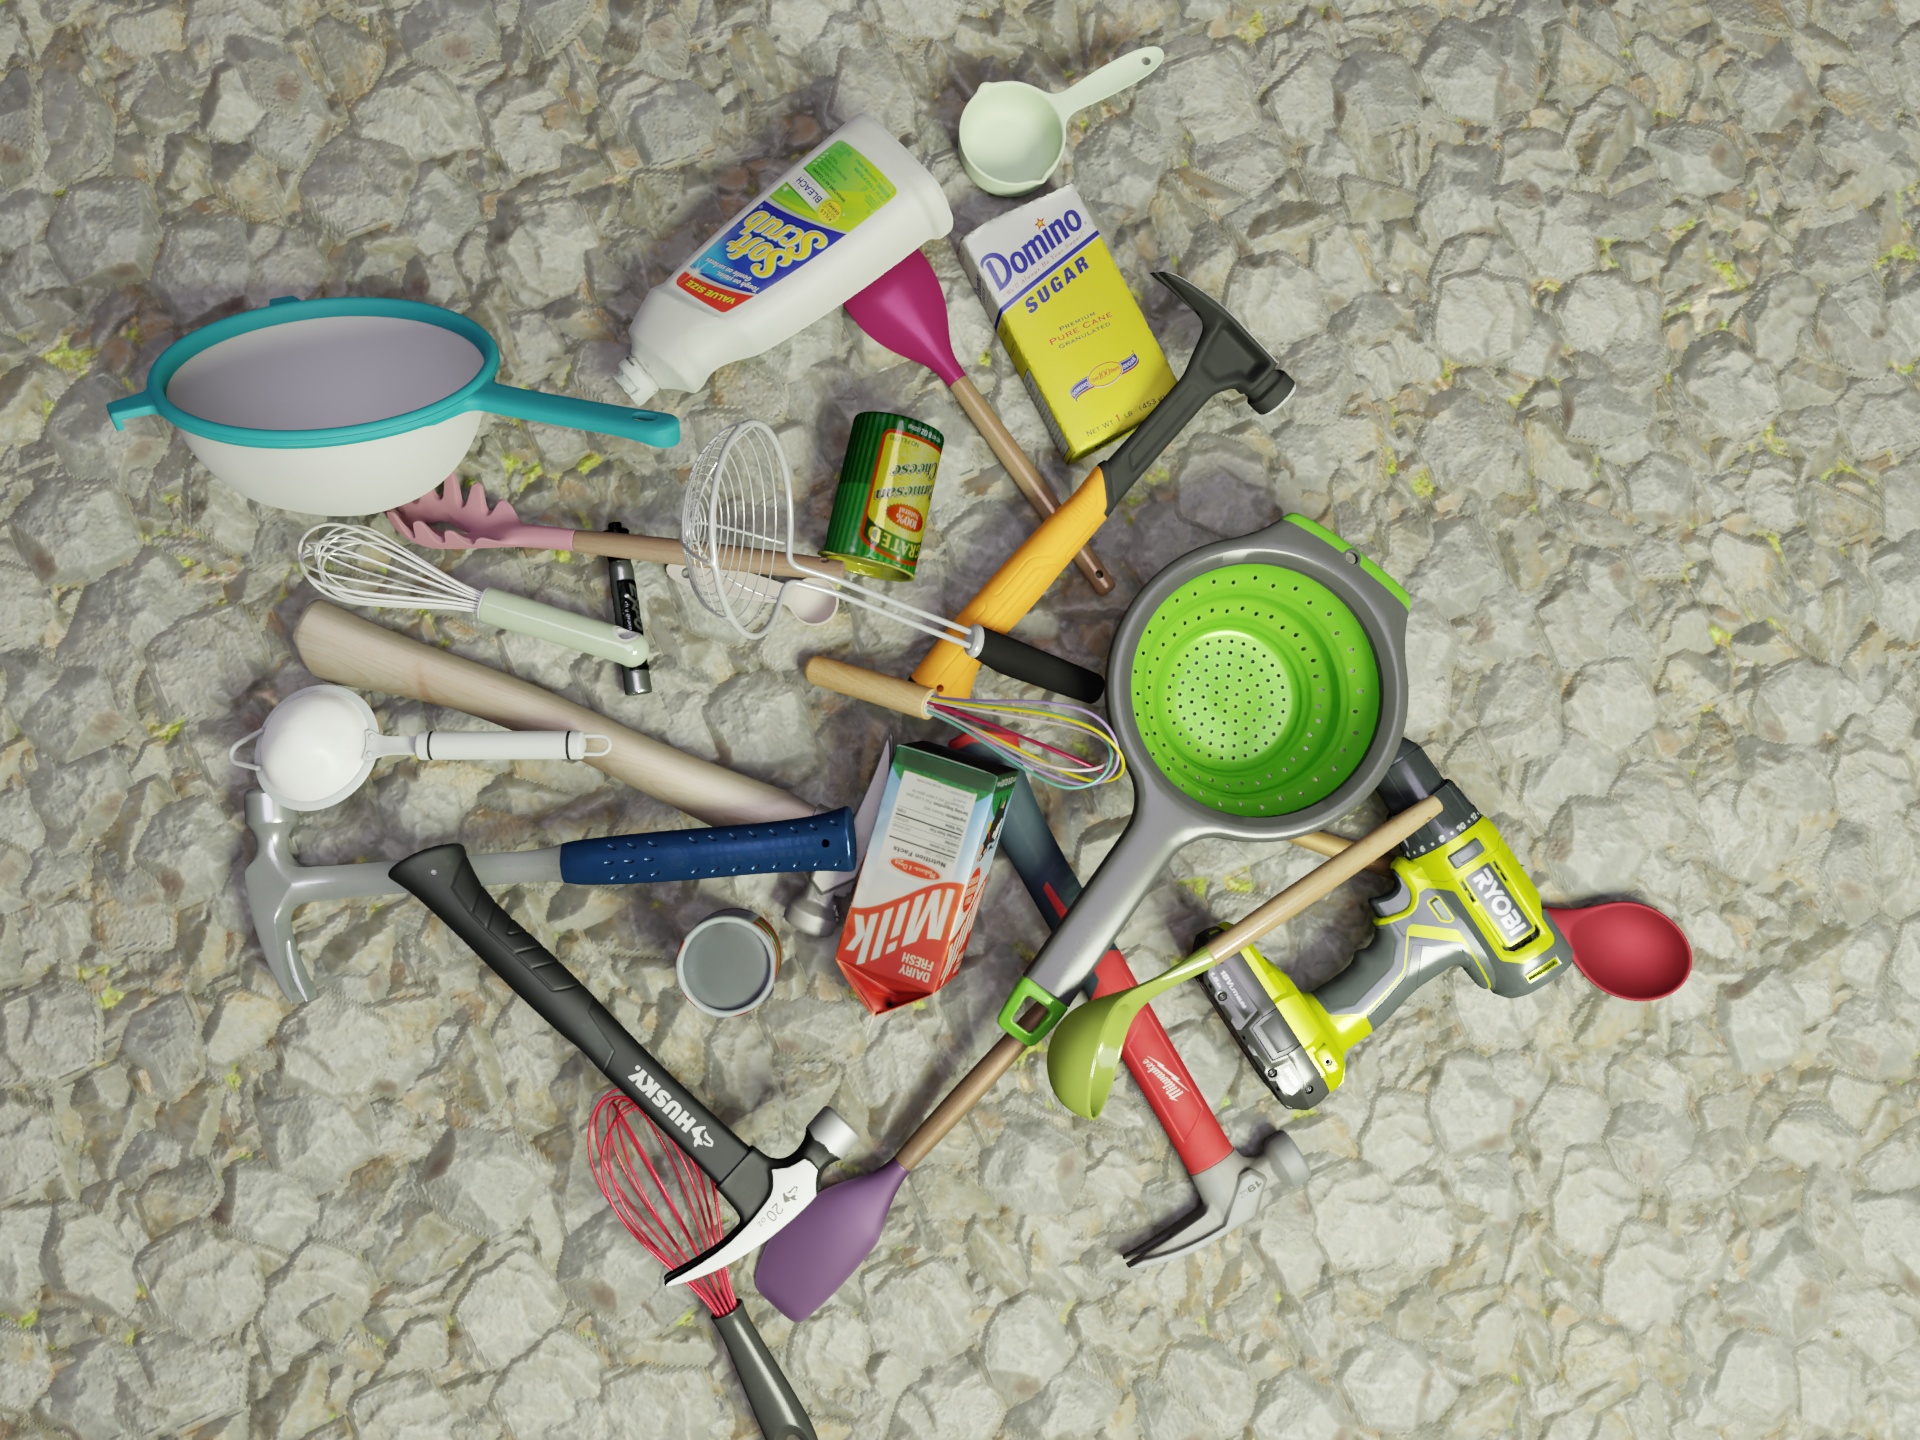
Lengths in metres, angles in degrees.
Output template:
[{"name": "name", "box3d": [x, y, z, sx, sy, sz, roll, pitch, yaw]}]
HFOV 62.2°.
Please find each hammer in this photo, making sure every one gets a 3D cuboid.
[{"name": "hammer", "box3d": [0.077, -0.146, 1.094, 0.127, 0.034, 0.337, 40, 94, -19]}, {"name": "hammer", "box3d": [-0.248, 0.003, 1.074, 0.410, 0.038, 0.146, 23, 98, -1]}, {"name": "hammer", "box3d": [0.086, 0.183, 1.101, 0.143, 0.038, 0.386, -30, 89, -5]}, {"name": "hammer", "box3d": [-0.231, 0.204, 1.003, 0.335, 0.035, 0.146, 44, 74, -1]}, {"name": "hammer", "box3d": [-0.271, 0.101, 1.046, 0.405, 0.035, 0.144, -5, 87, 4]}]

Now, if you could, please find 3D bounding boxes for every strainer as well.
[{"name": "strainer", "box3d": [-0.358, 0.014, 1.040, 0.258, 0.050, 0.087, 0, 73, -1]}, {"name": "strainer", "box3d": [-0.341, -0.180, 1.023, 0.340, 0.211, 0.095, 11, 127, 8]}]

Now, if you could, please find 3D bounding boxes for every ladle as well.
[{"name": "ladle", "box3d": [0.367, 0.126, 1.136, 0.315, 0.031, 0.069, 19, 86, -2]}, {"name": "ladle", "box3d": [0.190, 0.147, 1.027, 0.320, 0.078, 0.062, -32, 58, -9]}]

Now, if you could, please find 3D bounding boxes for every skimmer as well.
[{"name": "skimmer", "box3d": [-0.021, -0.074, 1.002, 0.363, 0.090, 0.127, 20, 68, -34]}]

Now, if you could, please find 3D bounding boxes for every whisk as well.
[{"name": "whisk", "box3d": [-0.002, -0.002, 1.056, 0.245, 0.047, 0.051, 17, 78, 28]}, {"name": "whisk", "box3d": [-0.329, -0.080, 1.075, 0.246, 0.058, 0.059, 17, 120, 0]}, {"name": "whisk", "box3d": [-0.165, 0.375, 1.057, 0.073, 0.073, 0.296, -26, 95, -6]}]

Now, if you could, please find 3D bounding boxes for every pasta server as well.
[{"name": "pasta server", "box3d": [-0.234, -0.125, 1.074, 0.316, 0.040, 0.060, 7, 44, 4]}]

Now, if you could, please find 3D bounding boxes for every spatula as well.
[{"name": "spatula", "box3d": [-0.024, 0.279, 1.076, 0.060, 0.018, 0.316, 43, 92, 0]}]

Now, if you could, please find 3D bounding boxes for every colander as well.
[{"name": "colander", "box3d": [0.147, 0.047, 1.087, 0.204, 0.094, 0.397, 36, 84, -1]}]

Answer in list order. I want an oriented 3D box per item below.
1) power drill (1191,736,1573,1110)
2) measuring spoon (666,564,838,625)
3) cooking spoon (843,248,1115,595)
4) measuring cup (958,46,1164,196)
[{"name": "power drill", "box3d": [0.275, 0.140, 1.088, 0.228, 0.080, 0.190, -33, 86, -1]}, {"name": "measuring spoon", "box3d": [-0.145, -0.093, 1.115, 0.124, 0.018, 0.034, 13, 85, 3]}, {"name": "cooking spoon", "box3d": [0.013, -0.221, 1.134, 0.069, 0.017, 0.319, -36, 89, -5]}, {"name": "measuring cup", "box3d": [0.073, -0.437, 1.147, 0.167, 0.038, 0.083, -32, 89, -9]}]
